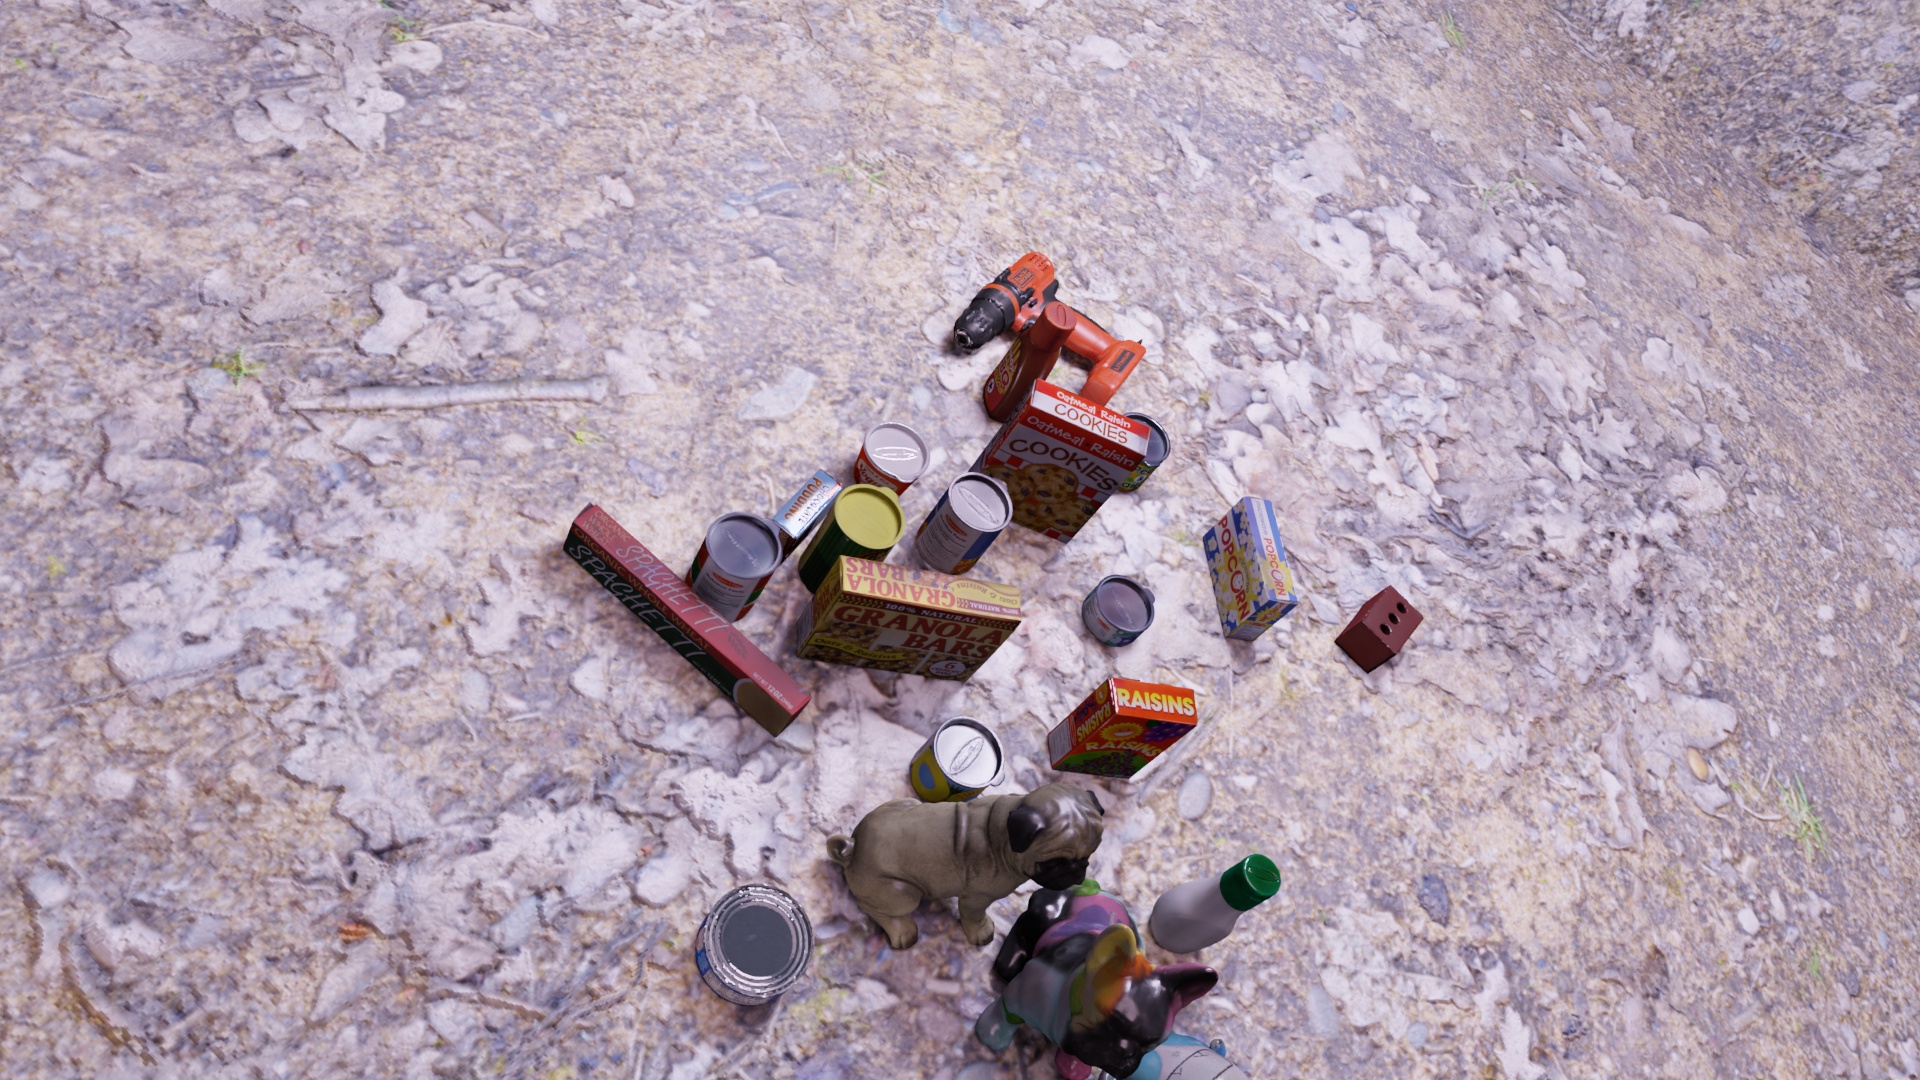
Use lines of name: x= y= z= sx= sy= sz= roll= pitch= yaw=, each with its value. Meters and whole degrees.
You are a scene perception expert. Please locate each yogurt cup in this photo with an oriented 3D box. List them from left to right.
yogurt cup: x=-0.070 y=-0.075 z=1.345 sx=0.072 sy=0.053 sz=0.073 roll=13 pitch=54 yaw=-19

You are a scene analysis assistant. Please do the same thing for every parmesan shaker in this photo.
parmesan shaker: x=-0.097 y=0.003 z=1.248 sx=0.071 sy=0.102 sz=0.071 roll=13 pitch=54 yaw=-19

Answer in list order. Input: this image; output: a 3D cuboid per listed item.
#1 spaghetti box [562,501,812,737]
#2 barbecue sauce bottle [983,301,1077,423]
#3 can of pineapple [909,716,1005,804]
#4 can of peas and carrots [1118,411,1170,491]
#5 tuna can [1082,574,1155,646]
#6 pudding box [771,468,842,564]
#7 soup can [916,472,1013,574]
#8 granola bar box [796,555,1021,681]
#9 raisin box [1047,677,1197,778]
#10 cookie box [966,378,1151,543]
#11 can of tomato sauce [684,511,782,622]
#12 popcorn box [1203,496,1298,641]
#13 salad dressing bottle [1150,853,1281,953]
spaghetti box: x=-0.232 y=0.067 z=1.170 sx=0.250 sy=0.050 sz=0.029 roll=41 pitch=50 yaw=3
barbecue sauce bottle: x=0.072 y=-0.186 z=1.431 sx=0.044 sy=0.147 sz=0.065 roll=12 pitch=55 yaw=-20
can of pineapple: x=-0.003 y=0.195 z=1.197 sx=0.071 sy=0.057 sz=0.071 roll=13 pitch=54 yaw=-19
can of peas and carrots: x=0.183 y=-0.092 z=1.484 sx=0.071 sy=0.058 sz=0.071 roll=13 pitch=54 yaw=-19
tuna can: x=0.158 y=0.069 z=1.379 sx=0.071 sy=0.032 sz=0.071 roll=13 pitch=54 yaw=-19
pudding box: x=-0.147 y=-0.022 z=1.274 sx=0.030 sy=0.049 sz=0.084 roll=38 pitch=50 yaw=0
soup can: x=0.005 y=-0.017 z=1.325 sx=0.071 sy=0.083 sz=0.072 roll=13 pitch=54 yaw=-19
granola bar box: x=-0.046 y=0.072 z=1.213 sx=0.166 sy=0.123 sz=0.039 roll=11 pitch=55 yaw=-21
raisin box: x=0.144 y=0.169 z=1.246 sx=0.086 sy=0.122 sz=0.040 roll=11 pitch=55 yaw=-21
cookie box: x=0.090 y=-0.075 z=1.354 sx=0.123 sy=0.166 sz=0.040 roll=22 pitch=52 yaw=-13
can of tomato sauce: x=-0.196 y=0.023 z=1.196 sx=0.071 sy=0.082 sz=0.071 roll=13 pitch=54 yaw=-19
popcorn box: x=0.300 y=0.029 z=1.445 sx=0.038 sy=0.084 sz=0.127 roll=8 pitch=56 yaw=-23
salad dressing bottle: x=0.216 y=0.307 z=1.175 sx=0.064 sy=0.147 sz=0.044 roll=23 pitch=51 yaw=-12
